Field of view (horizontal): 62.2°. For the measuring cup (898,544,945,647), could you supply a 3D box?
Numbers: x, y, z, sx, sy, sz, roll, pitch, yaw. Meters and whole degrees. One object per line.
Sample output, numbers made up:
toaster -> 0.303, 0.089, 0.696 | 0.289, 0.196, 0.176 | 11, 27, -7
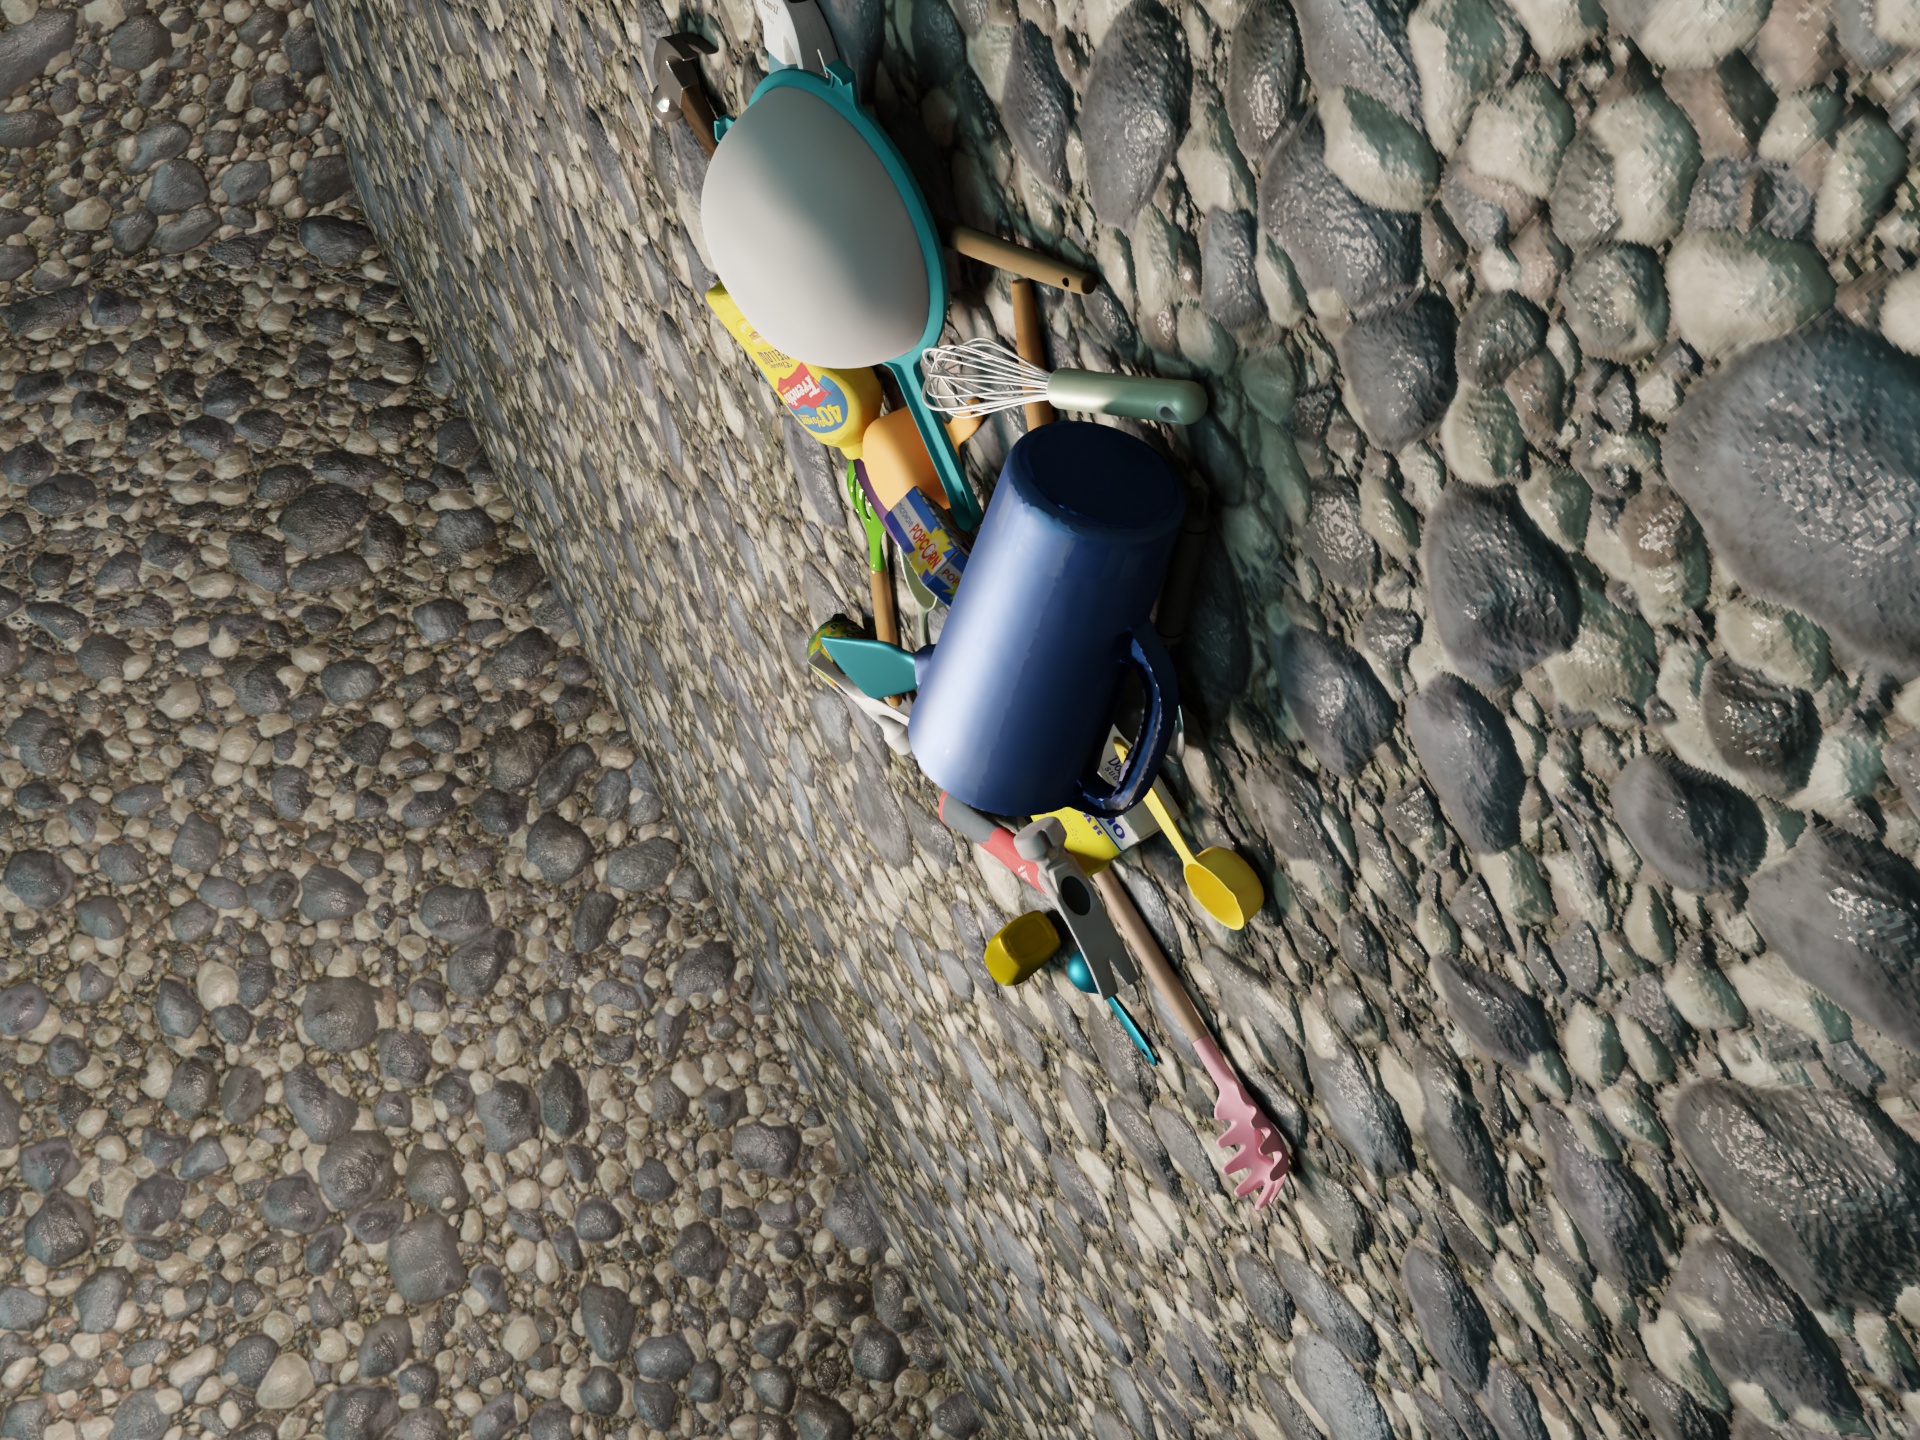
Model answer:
measuring cup -> -0.015, -0.092, 1.317 | 0.083, 0.038, 0.167 | -134, 33, -52

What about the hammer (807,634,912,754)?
hammer -> -0.028, 0.009, 1.376 | 0.144, 0.035, 0.406 | 46, 173, -22

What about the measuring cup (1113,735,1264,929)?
measuring cup -> 0.155, 0.071, 1.081 | 0.156, 0.029, 0.062 | 57, 161, -4

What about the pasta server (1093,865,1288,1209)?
pasta server -> 0.169, 0.230, 1.254 | 0.316, 0.040, 0.060 | 60, 148, 17

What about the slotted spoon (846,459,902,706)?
slotted spoon -> -0.073, -0.122, 1.472 | 0.070, 0.031, 0.313 | 47, 155, 36

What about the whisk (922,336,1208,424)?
whisk -> 0.057, -0.205, 0.976 | 0.246, 0.059, 0.057 | 20, 160, 48

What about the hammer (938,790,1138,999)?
hammer -> 0.048, 0.121, 1.342 | 0.143, 0.038, 0.386 | 62, 171, -11

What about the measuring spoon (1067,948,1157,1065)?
measuring spoon -> 0.130, 0.257, 1.406 | 0.129, 0.021, 0.042 | 53, 157, 33

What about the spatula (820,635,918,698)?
spatula -> -0.002, -0.004, 1.226 | 0.318, 0.044, 0.082 | 34, 165, 51

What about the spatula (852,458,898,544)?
spatula -> -0.110, -0.286, 1.372 | 0.059, 0.018, 0.316 | -47, 63, 35

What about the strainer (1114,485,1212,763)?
strainer -> 0.129, -0.053, 1.021 | 0.258, 0.050, 0.087 | 96, 156, -50

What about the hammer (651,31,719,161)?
hammer -> -0.180, -0.441, 1.359 | 0.331, 0.031, 0.130 | 62, 161, 8

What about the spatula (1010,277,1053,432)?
spatula -> 0.055, -0.141, 1.094 | 0.081, 0.041, 0.322 | -76, -21, -59

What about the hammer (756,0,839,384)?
hammer -> -0.139, -0.407, 1.241 | 0.128, 0.033, 0.330 | 49, 148, 32

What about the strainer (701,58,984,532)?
strainer -> -0.085, -0.266, 1.101 | 0.211, 0.095, 0.340 | 13, 133, 57

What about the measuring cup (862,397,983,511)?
measuring cup -> -0.029, -0.207, 1.215 | 0.095, 0.052, 0.173 | 65, 162, 0

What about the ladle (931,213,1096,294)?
ladle -> -0.010, -0.331, 1.058 | 0.320, 0.062, 0.078 | 35, 139, 43
